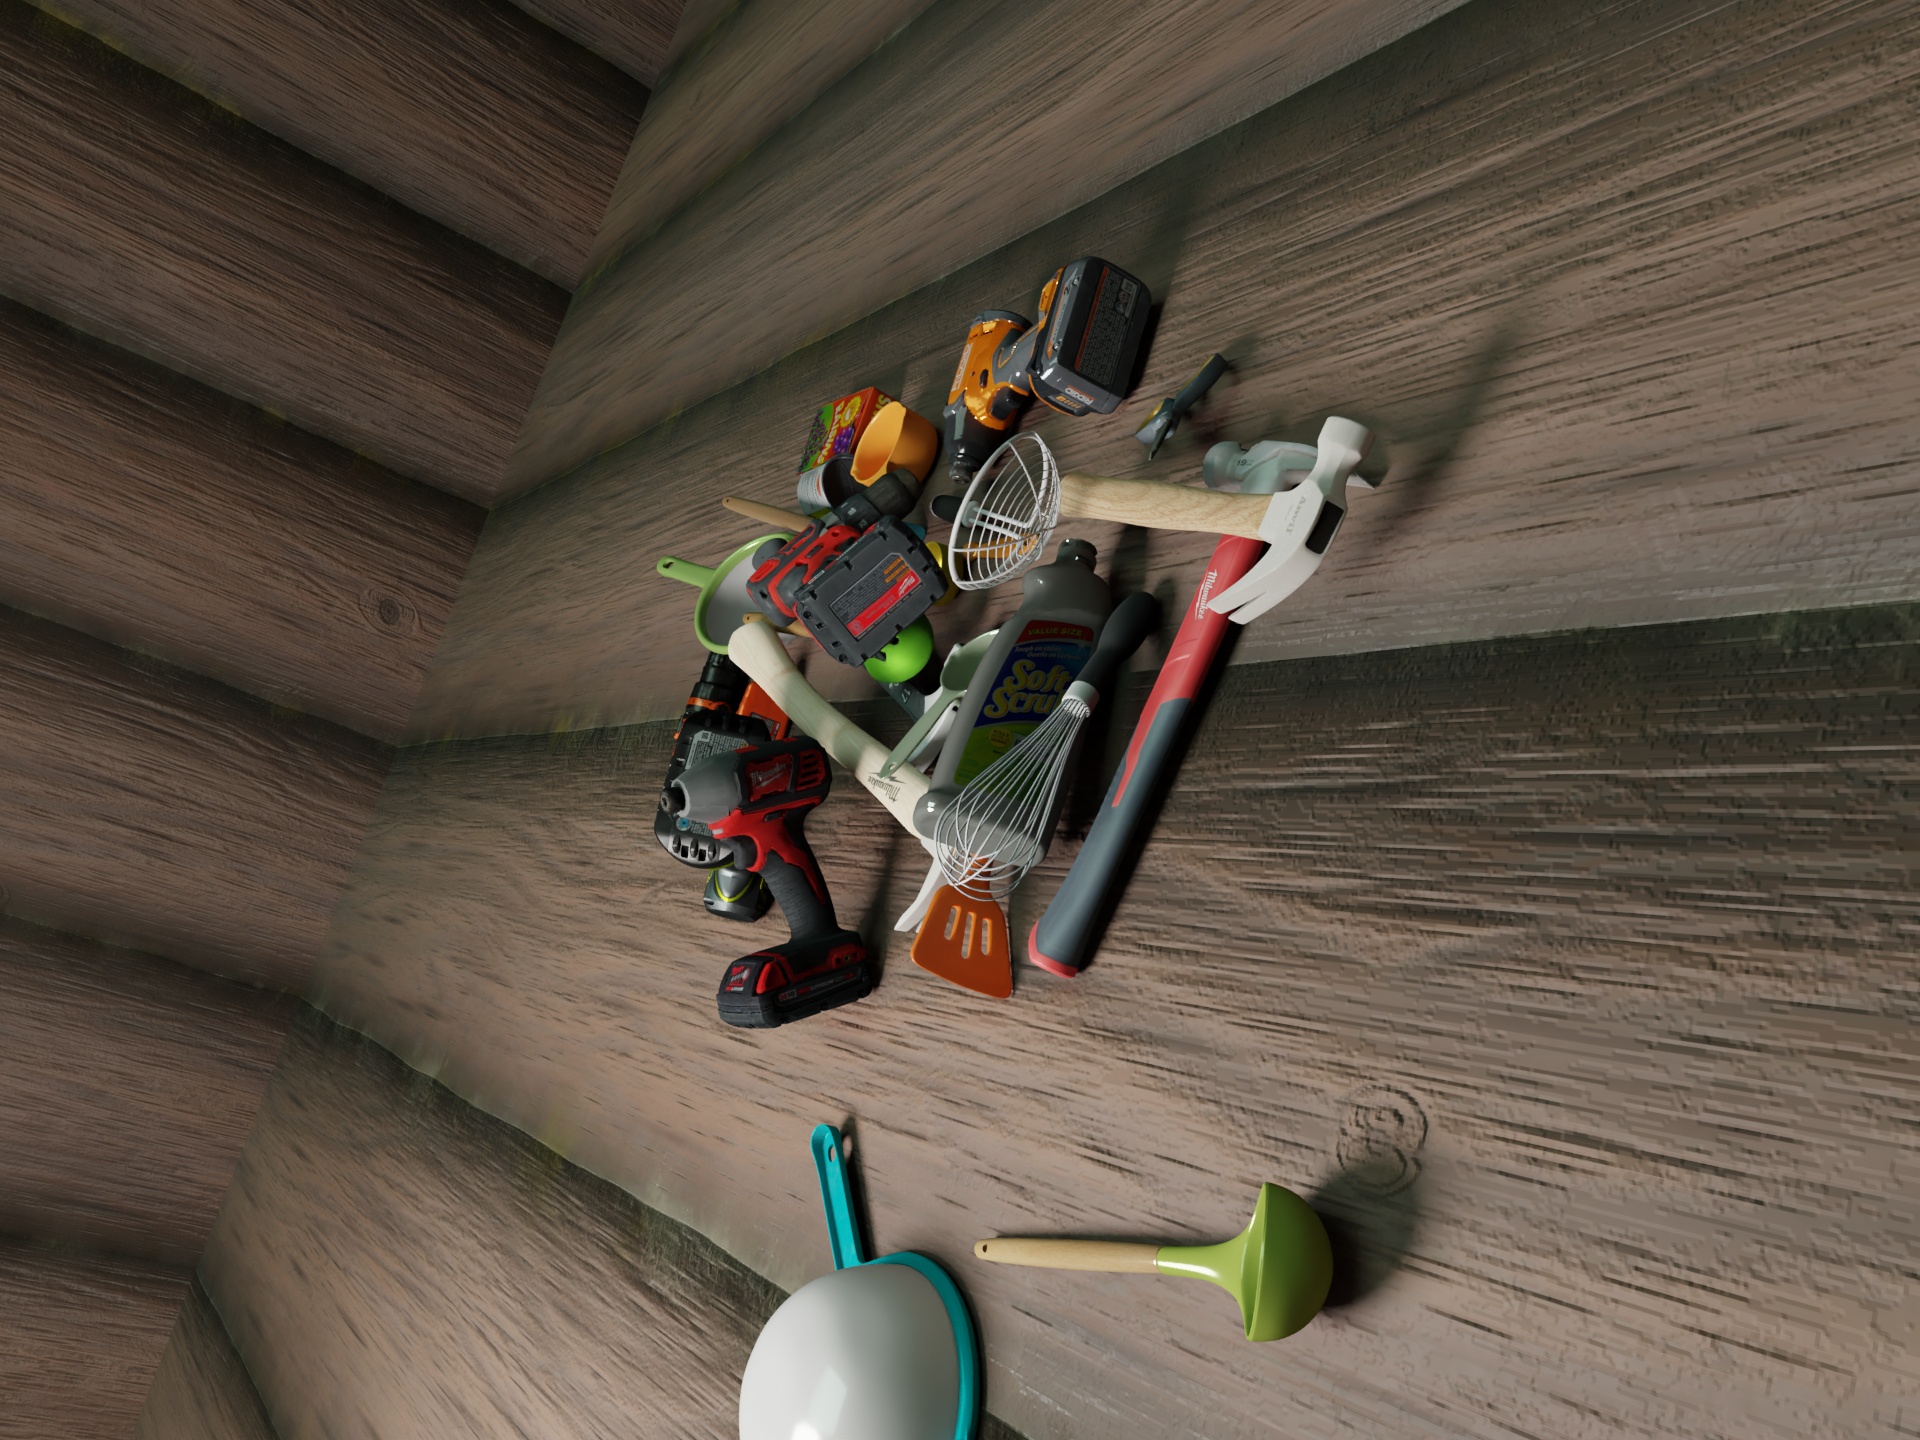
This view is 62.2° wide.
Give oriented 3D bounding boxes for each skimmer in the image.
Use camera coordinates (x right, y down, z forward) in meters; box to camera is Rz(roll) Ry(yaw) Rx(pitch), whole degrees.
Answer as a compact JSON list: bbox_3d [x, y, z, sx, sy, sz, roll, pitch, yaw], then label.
[{"bbox_3d":[0.001,-0.180,1.311,0.127,0.090,0.363,-62,18,4],"label":"skimmer"}]

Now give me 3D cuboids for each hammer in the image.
[{"bbox_3d":[-0.108,-0.077,1.478,0.149,0.036,0.409,-61,38,12],"label":"hammer"},{"bbox_3d":[0.149,-0.143,1.082,0.130,0.031,0.331,-66,25,0],"label":"hammer"},{"bbox_3d":[-0.107,0.023,1.372,0.411,0.038,0.146,39,108,48],"label":"hammer"},{"bbox_3d":[0.147,-0.005,1.062,0.143,0.038,0.386,23,89,59],"label":"hammer"}]

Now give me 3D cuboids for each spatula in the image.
[{"bbox_3d":[0.041,0.047,1.188,0.041,0.081,0.323,-32,37,65],"label":"spatula"},{"bbox_3d":[-0.156,-0.195,1.625,0.318,0.044,0.082,24,86,50],"label":"spatula"}]

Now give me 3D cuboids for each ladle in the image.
[{"bbox_3d":[0.091,0.305,0.909,0.320,0.062,0.078,-23,50,54],"label":"ladle"}]

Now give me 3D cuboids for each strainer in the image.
[{"bbox_3d":[-0.236,-0.131,1.703,0.256,0.069,0.151,20,71,45],"label":"strainer"},{"bbox_3d":[-0.099,0.413,1.098,0.211,0.095,0.341,-51,34,25],"label":"strainer"}]

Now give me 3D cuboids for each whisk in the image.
[{"bbox_3d":[0.068,0.009,1.090,0.070,0.070,0.285,-18,30,53],"label":"whisk"}]

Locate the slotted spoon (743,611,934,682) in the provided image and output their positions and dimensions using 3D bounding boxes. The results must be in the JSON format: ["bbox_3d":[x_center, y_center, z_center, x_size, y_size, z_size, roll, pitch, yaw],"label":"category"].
[{"bbox_3d":[-0.123,-0.081,1.450,0.314,0.031,0.070,12,83,55],"label":"slotted spoon"}]

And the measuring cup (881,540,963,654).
[{"bbox_3d":[-0.040,-0.102,1.460,0.156,0.029,0.062,-54,37,44],"label":"measuring cup"}]

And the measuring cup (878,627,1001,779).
[{"bbox_3d":[-0.002,-0.004,1.245,0.167,0.038,0.083,-49,32,-22],"label":"measuring cup"}]

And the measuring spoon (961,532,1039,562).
[{"bbox_3d":[0.033,-0.152,1.382,0.117,0.011,0.021,0,69,59],"label":"measuring spoon"}]

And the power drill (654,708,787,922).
[{"bbox_3d":[-0.202,0.078,1.435,0.223,0.080,0.171,81,-160,-72],"label":"power drill"}]

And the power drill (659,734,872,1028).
[{"bbox_3d":[-0.158,0.129,1.280,0.078,0.143,0.219,-12,90,54],"label":"power drill"}]

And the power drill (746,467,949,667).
[{"bbox_3d":[-0.086,-0.143,1.386,0.188,0.080,0.227,-41,23,-5],"label":"power drill"}]

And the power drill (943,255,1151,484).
[{"bbox_3d":[0.060,-0.296,1.379,0.226,0.084,0.164,-7,64,62],"label":"power drill"}]

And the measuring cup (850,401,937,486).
[{"bbox_3d":[-0.057,-0.234,1.552,0.095,0.052,0.174,-44,38,34],"label":"measuring cup"}]
